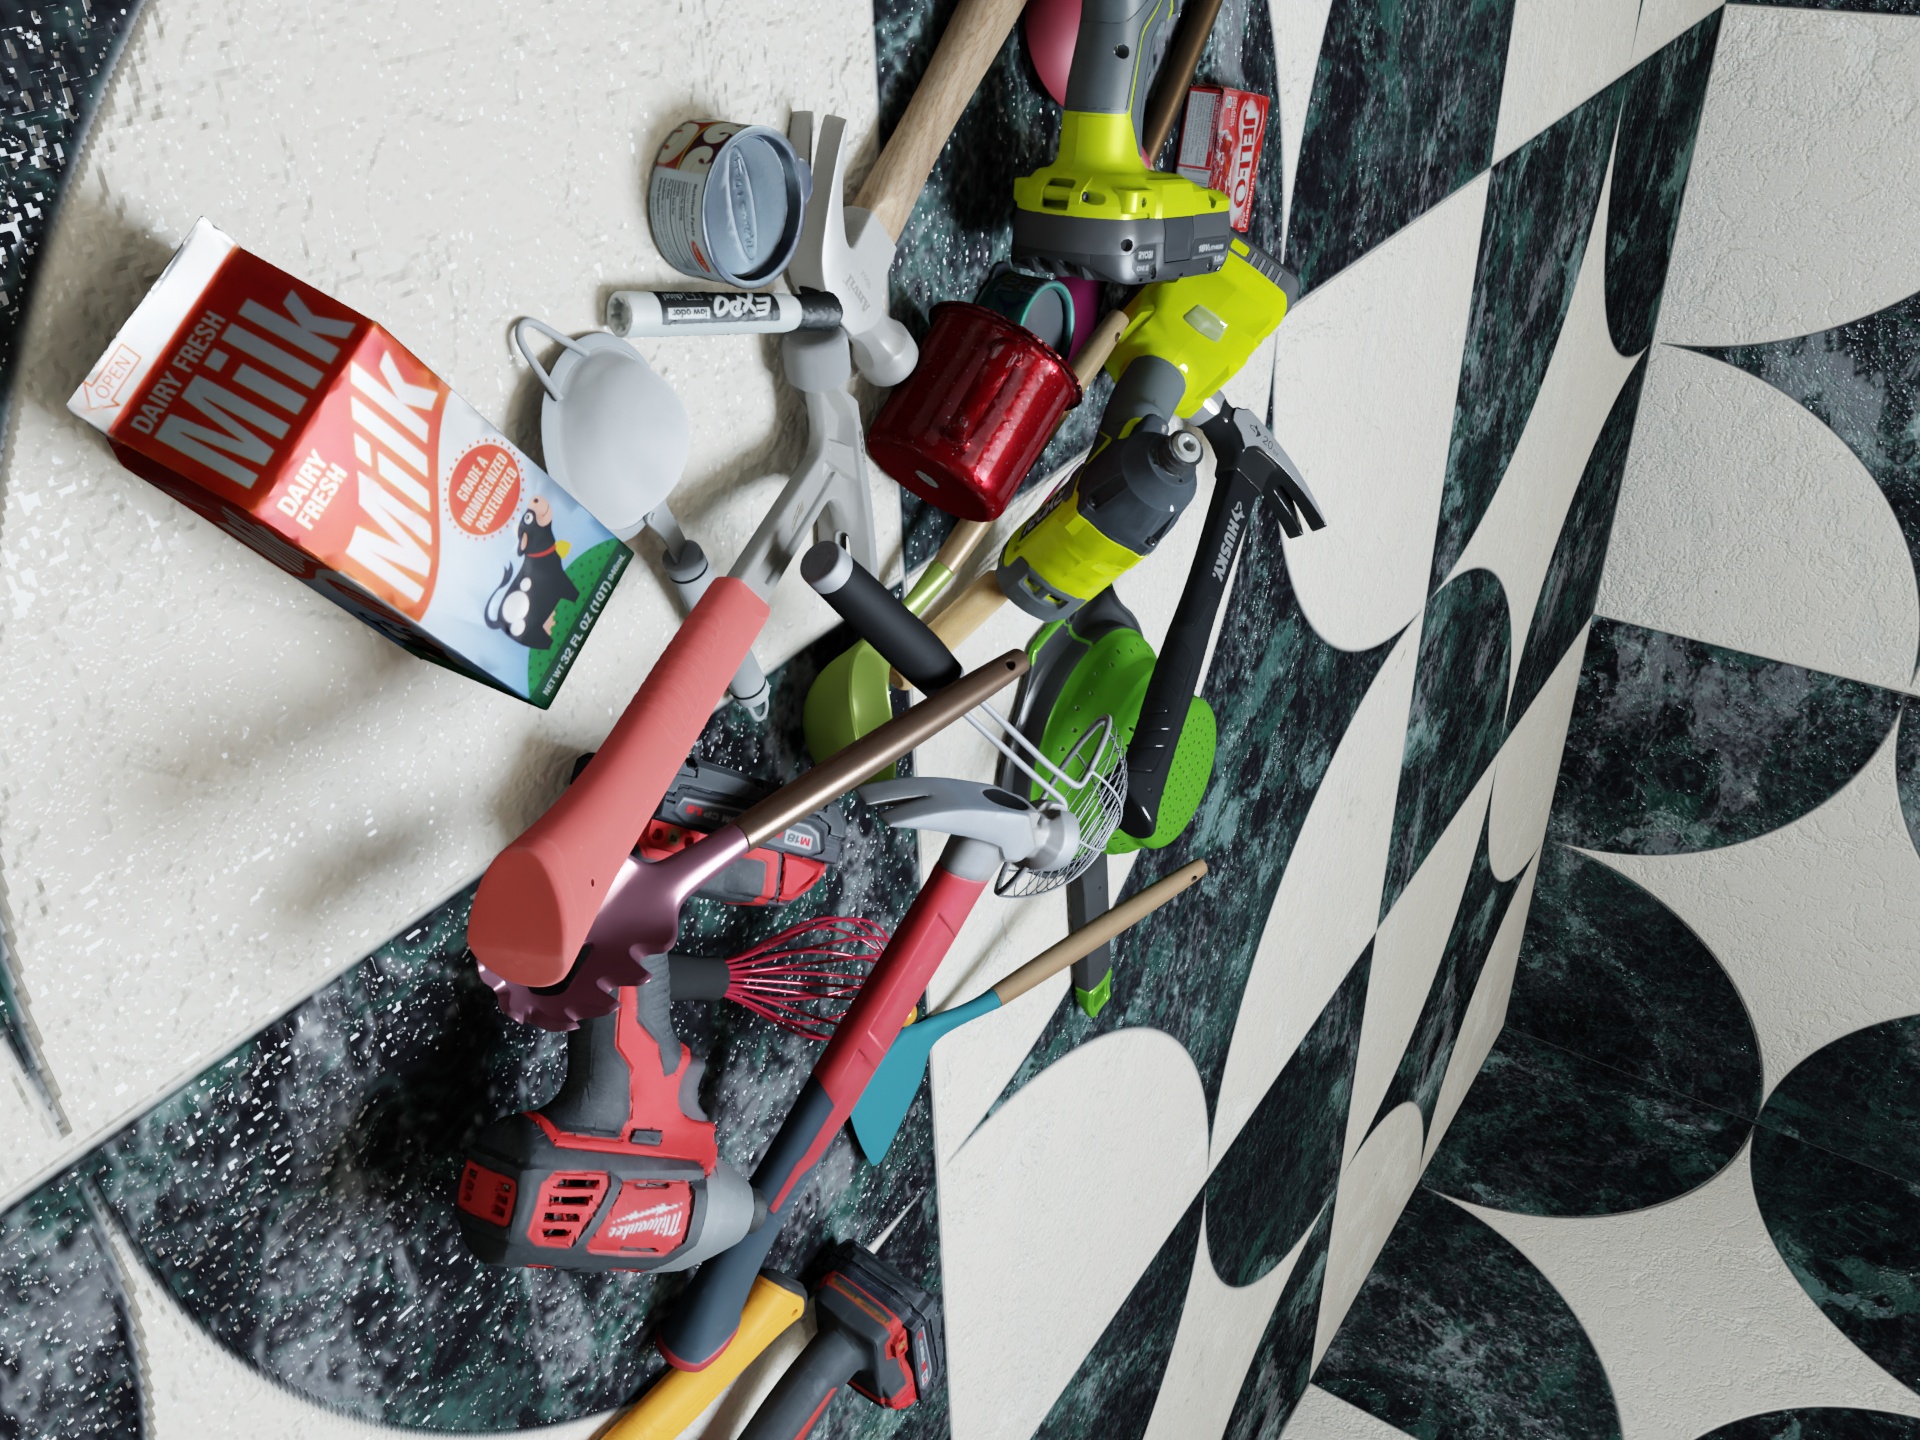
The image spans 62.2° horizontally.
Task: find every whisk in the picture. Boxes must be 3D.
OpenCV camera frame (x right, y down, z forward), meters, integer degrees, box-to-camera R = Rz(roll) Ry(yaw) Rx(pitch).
[{"bbox_3d":[0.039,-0.095,0.969,0.245,0.047,0.051,-44,164,-33],"label":"whisk"},{"bbox_3d":[-0.116,0.134,0.830,0.295,0.073,0.073,15,94,-56],"label":"whisk"}]

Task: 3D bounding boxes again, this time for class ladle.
[{"bbox_3d":[0.015,-0.100,0.877,0.320,0.062,0.078,-56,153,-13],"label":"ladle"},{"bbox_3d":[0.113,-0.311,0.953,0.069,0.031,0.315,-59,144,-14],"label":"ladle"}]

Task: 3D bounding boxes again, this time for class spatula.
[{"bbox_3d":[0.052,0.186,1.099,0.317,0.044,0.082,-30,133,-18],"label":"spatula"}]

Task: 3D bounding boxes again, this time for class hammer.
[{"bbox_3d":[-0.200,0.425,0.881,0.337,0.034,0.127,-33,133,-48],"label":"hammer"},{"bbox_3d":[0.005,-0.337,0.781,0.331,0.031,0.130,-64,151,-12],"label":"hammer"},{"bbox_3d":[-0.102,-0.024,0.660,0.359,0.037,0.149,-69,160,-50],"label":"hammer"},{"bbox_3d":[-0.080,0.198,0.845,0.143,0.038,0.386,12,114,-47],"label":"hammer"},{"bbox_3d":[0.162,-0.068,1.076,0.146,0.035,0.335,38,58,-27],"label":"hammer"}]

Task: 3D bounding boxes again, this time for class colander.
[{"bbox_3d":[0.125,0.090,1.174,0.204,0.094,0.396,-44,142,-39],"label":"colander"}]

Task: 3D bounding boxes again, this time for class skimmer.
[{"bbox_3d":[-0.001,-0.003,0.849,0.127,0.090,0.362,-58,143,-8],"label":"skimmer"}]

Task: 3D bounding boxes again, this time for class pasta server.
[{"bbox_3d":[-0.072,0.036,0.680,0.316,0.040,0.060,-33,90,-38],"label":"pasta server"}]

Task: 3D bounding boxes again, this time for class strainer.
[{"bbox_3d":[-0.124,-0.077,0.710,0.258,0.050,0.087,71,32,-53],"label":"strainer"}]

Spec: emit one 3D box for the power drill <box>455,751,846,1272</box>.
[{"bbox_3d":[-0.129,0.132,0.707,0.143,0.078,0.220,21,76,-41],"label":"power drill"}]

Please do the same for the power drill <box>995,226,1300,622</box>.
[{"bbox_3d":[0.112,-0.176,0.915,0.171,0.080,0.223,-38,-157,58],"label":"power drill"}]

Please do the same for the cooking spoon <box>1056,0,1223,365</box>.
[{"bbox_3d":[0.106,-0.330,0.972,0.068,0.017,0.319,29,83,-61],"label":"cooking spoon"}]

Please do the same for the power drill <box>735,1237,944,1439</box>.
[{"bbox_3d":[-0.109,0.472,1.025,0.227,0.080,0.187,-42,145,-35],"label":"power drill"}]

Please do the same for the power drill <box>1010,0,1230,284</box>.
[{"bbox_3d":[0.100,-0.351,0.820,0.190,0.080,0.228,-25,125,-48],"label":"power drill"}]

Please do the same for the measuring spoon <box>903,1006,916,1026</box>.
[{"bbox_3d":[-0.023,0.147,1.042,0.021,0.011,0.117,1,106,-60],"label":"measuring spoon"}]
